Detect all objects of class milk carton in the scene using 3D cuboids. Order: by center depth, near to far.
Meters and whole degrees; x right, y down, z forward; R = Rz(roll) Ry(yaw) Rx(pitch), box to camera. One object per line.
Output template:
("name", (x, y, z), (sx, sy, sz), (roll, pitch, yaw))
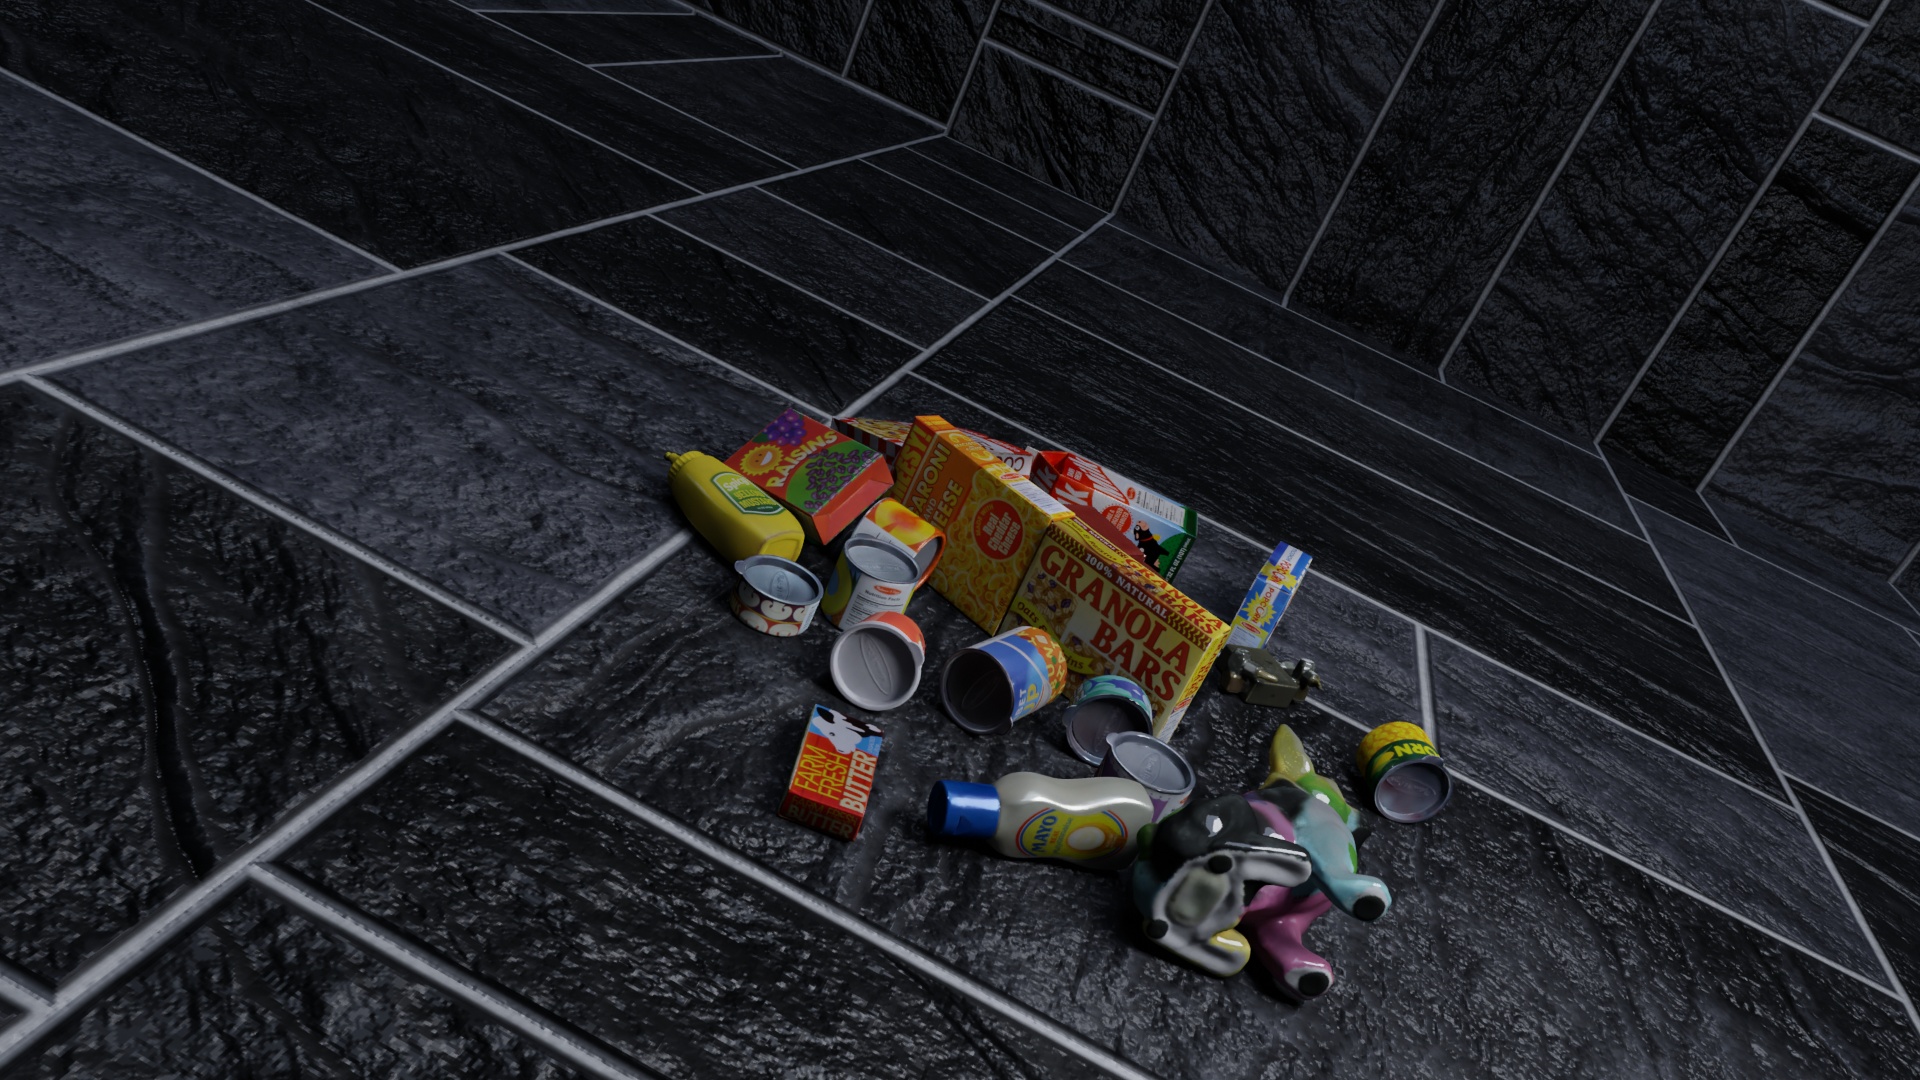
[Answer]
("milk carton", (0.140, -0.027, 1.414), (0.191, 0.072, 0.074), (26, 24, 0))

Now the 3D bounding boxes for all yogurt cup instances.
("yogurt cup", (-0.058, 0.085, 1.024), (0.072, 0.072, 0.054), (26, 16, 3))

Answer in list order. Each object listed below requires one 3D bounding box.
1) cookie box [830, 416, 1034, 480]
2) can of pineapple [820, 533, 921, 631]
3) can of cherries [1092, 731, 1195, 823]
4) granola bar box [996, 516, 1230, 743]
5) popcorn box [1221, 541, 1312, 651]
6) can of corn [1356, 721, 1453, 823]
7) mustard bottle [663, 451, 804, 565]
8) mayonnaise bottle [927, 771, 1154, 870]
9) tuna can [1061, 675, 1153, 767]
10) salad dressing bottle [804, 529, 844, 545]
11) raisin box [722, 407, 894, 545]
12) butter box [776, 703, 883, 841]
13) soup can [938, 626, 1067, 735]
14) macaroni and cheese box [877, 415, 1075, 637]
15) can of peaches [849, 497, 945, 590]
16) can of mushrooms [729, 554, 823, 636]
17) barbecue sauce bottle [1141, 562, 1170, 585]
("cookie box", (-0.029, -0.087, 1.379), (0.168, 0.040, 0.123), (1, 16, -40))
("can of pineapple", (-0.072, 0.037, 1.110), (0.071, 0.057, 0.071), (20, 25, -10))
("can of cherries", (0.125, 0.180, 1.005), (0.071, 0.058, 0.072), (19, 26, -10))
("granola bar box", (0.121, 0.077, 1.127), (0.166, 0.123, 0.039), (37, 28, 26))
("popcorn box", (0.303, 0.060, 1.370), (0.038, 0.085, 0.127), (29, 25, 13))
("can of corn", (0.380, 0.195, 1.188), (0.071, 0.071, 0.058), (19, 24, -12))
("mustard bottle", (-0.198, -0.033, 1.146), (0.160, 0.048, 0.065), (39, 26, 28))
("mayonnaise bottle", (0.052, 0.185, 0.928), (0.148, 0.064, 0.041), (9, 26, -21))
("tuna can", (0.112, 0.138, 1.066), (0.071, 0.070, 0.033), (23, 23, -4))
("salad dressing bottle", (-0.137, -0.051, 1.245), (0.064, 0.043, 0.148), (6, 31, -23))
("raisin box", (-0.131, -0.056, 1.184), (0.123, 0.040, 0.086), (28, 61, 36))
("butter box", (-0.084, 0.151, 0.913), (0.053, 0.024, 0.104), (21, 24, -6))
("soup can", (0.035, 0.108, 1.059), (0.071, 0.071, 0.084), (36, 26, 24))
("macaroni and cheese box", (0.004, -0.015, 1.205), (0.167, 0.123, 0.040), (38, 26, 28))
("can of peaches", (-0.053, 0.005, 1.181), (0.058, 0.071, 0.071), (34, 26, 19))
("can of mushrooms", (-0.144, 0.041, 1.067), (0.071, 0.033, 0.071), (20, 25, -10))
("barbecue sauce bottle", (0.173, 0.050, 1.324), (0.065, 0.043, 0.149), (4, 31, -37))
